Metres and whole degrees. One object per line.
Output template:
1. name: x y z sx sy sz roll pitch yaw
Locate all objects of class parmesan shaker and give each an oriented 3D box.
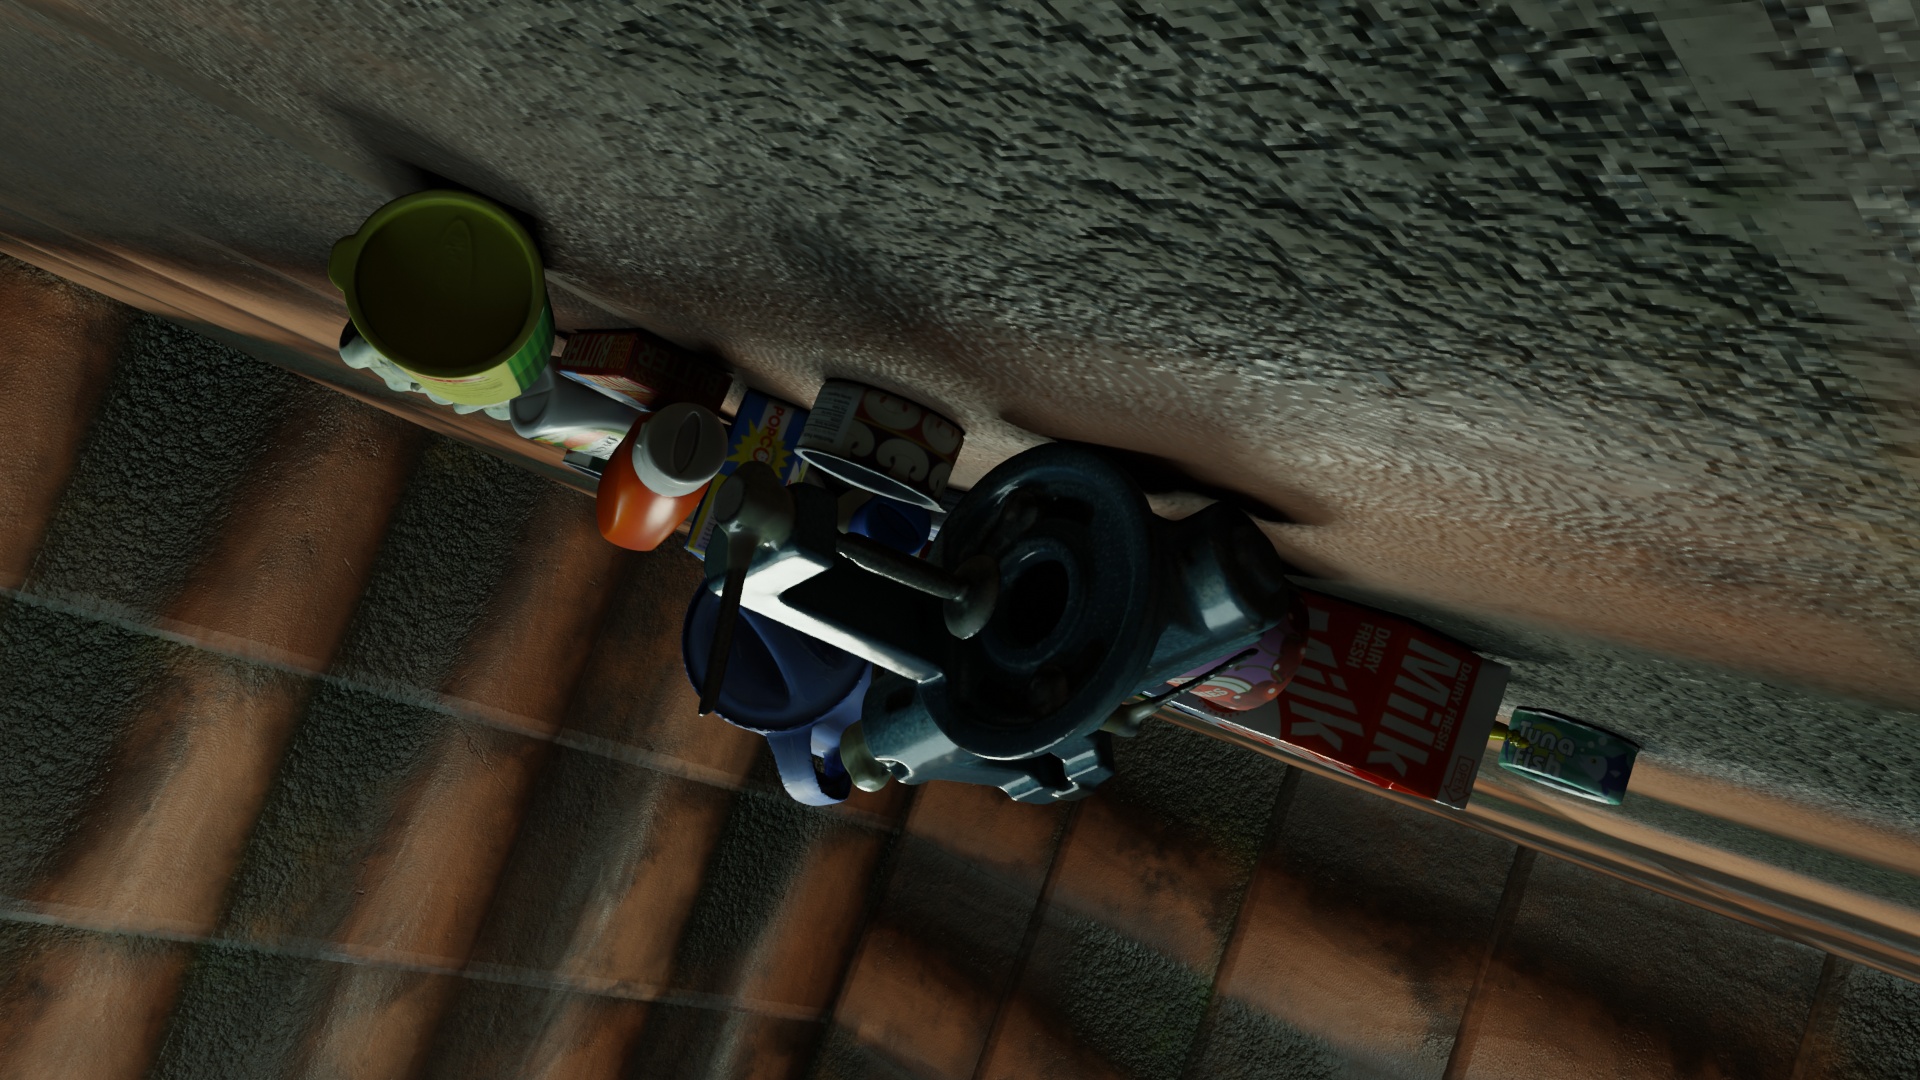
1. parmesan shaker: -0.193 -0.090 0.530 0.071 0.071 0.103 22 174 -13

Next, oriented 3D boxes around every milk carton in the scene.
1. milk carton: 0.160 0.064 0.673 0.191 0.072 0.073 17 172 32

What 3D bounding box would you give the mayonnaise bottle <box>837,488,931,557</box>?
1. mayonnaise bottle: -0.054 0.001 0.775 0.065 0.041 0.148 42 162 -8

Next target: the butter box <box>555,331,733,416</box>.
1. butter box: -0.157 -0.082 0.685 0.053 0.024 0.103 24 174 -33

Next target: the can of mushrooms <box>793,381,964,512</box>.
1. can of mushrooms: -0.032 -0.039 0.589 0.071 0.033 0.071 21 173 3

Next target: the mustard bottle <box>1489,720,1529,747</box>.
1. mustard bottle: 0.211 0.081 0.720 0.160 0.065 0.049 12 176 26

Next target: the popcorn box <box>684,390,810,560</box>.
1. popcorn box: -0.109 -0.025 0.738 0.038 0.085 0.126 21 174 -4

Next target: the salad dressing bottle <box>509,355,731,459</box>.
1. salad dressing bottle: -0.180 -0.063 0.786 0.064 0.044 0.147 -9 163 38

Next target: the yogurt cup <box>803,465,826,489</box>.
1. yogurt cup: -0.120 -0.023 0.906 0.072 0.072 0.054 23 165 -19

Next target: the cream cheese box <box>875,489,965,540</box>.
1. cream cheese box: 0.003 -0.010 0.781 0.104 0.024 0.053 16 172 43

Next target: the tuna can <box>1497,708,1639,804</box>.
1. tuna can: 0.330 0.117 0.757 0.071 0.033 0.071 20 174 2

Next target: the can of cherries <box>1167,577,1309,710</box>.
1. can of cherries: 0.111 0.039 0.616 0.058 0.071 0.071 25 173 -32

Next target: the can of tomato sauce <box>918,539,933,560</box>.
1. can of tomato sauce: -0.016 0.023 0.959 0.071 0.071 0.083 25 172 -31

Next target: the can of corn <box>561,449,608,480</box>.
1. can of corn: -0.203 -0.061 0.862 0.071 0.058 0.071 21 174 3

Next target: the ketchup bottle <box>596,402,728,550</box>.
1. ketchup bottle: -0.144 -0.034 0.663 0.043 0.065 0.148 16 168 -18
